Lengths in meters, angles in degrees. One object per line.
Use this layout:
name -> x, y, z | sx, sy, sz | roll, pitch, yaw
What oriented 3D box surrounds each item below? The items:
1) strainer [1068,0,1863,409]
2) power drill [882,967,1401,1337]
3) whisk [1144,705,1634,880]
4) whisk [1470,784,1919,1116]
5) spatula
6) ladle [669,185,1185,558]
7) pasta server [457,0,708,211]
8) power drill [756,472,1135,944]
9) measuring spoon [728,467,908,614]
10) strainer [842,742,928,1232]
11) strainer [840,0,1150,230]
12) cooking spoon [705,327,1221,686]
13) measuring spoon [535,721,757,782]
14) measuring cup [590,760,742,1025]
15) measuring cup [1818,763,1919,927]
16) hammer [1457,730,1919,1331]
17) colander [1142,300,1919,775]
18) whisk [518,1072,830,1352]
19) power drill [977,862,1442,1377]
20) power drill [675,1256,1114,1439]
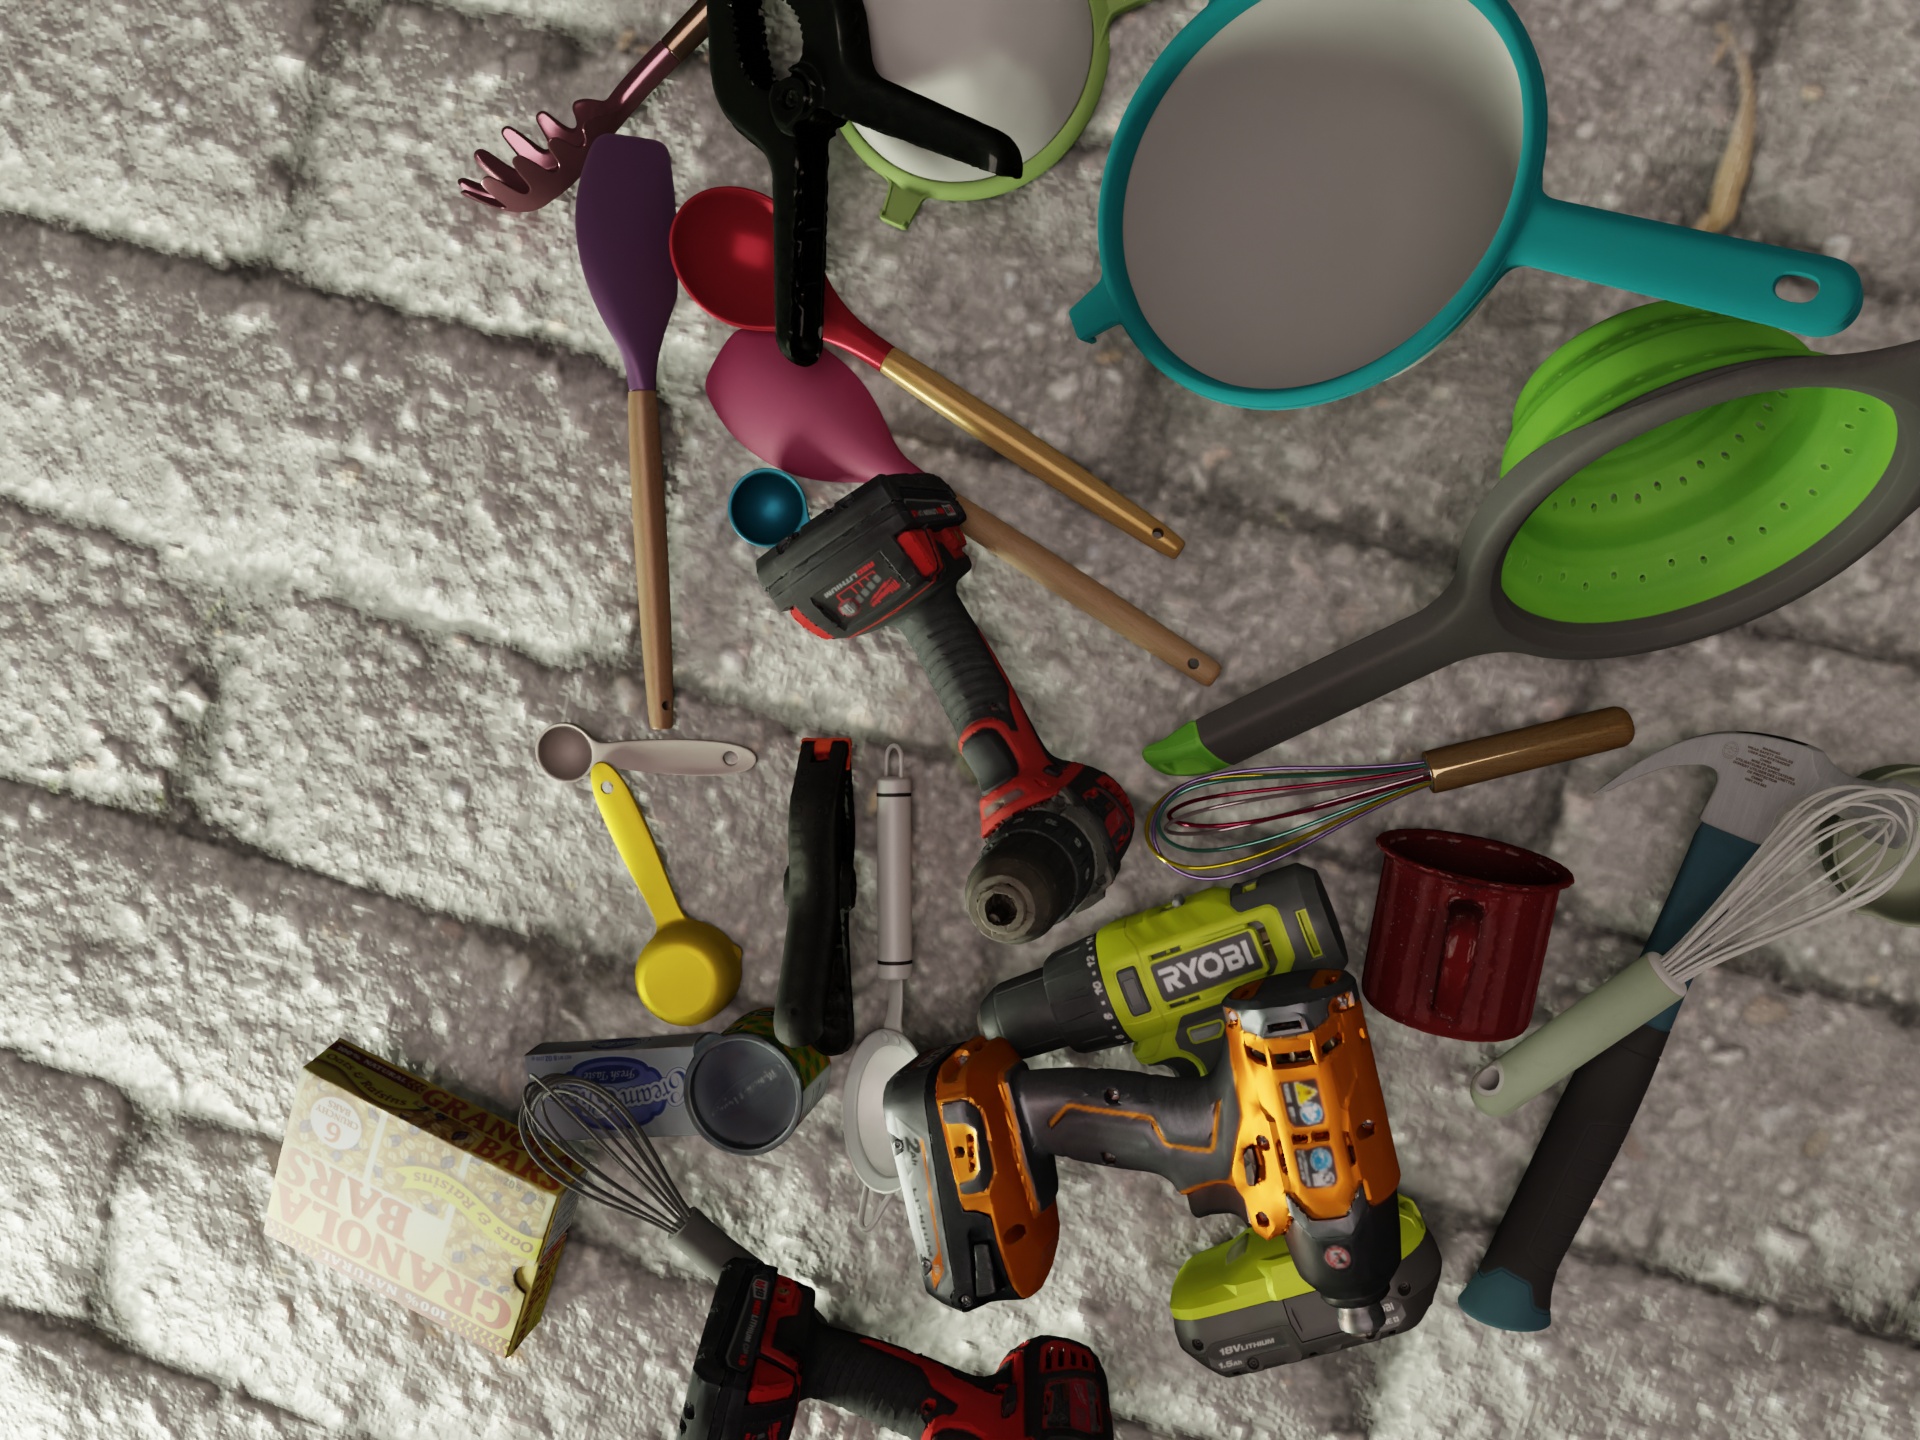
strainer -> 0.224, -0.215, 0.709 | 0.341, 0.095, 0.211 | 27, 100, 33
power drill -> 0.091, 0.215, 0.747 | 0.226, 0.084, 0.164 | -13, 90, 20
whisk -> 0.211, 0.028, 0.797 | 0.245, 0.047, 0.051 | -14, 116, 5
whisk -> 0.333, 0.112, 0.734 | 0.059, 0.058, 0.246 | 31, 120, -24
spatula -> -0.172, -0.152, 0.858 | 0.018, 0.059, 0.316 | 8, 103, 51
ladle -> -0.016, -0.176, 0.831 | 0.315, 0.031, 0.069 | 34, 91, 4
pasta server -> -0.137, -0.375, 0.830 | 0.316, 0.060, 0.040 | -41, 128, 9
power drill -> -0.001, -0.002, 0.759 | 0.080, 0.188, 0.227 | -32, 90, 18
measuring spoon -> -0.068, -0.088, 0.856 | 0.128, 0.021, 0.042 | 37, 94, -4
strainer -> -0.033, 0.141, 0.855 | 0.087, 0.050, 0.258 | -1, 90, 54
strainer -> 0.046, -0.357, 0.781 | 0.256, 0.069, 0.151 | -17, 92, 13
cooking spoon -> 0.000, -0.110, 0.837 | 0.319, 0.017, 0.068 | 33, 100, 7
measuring spoon -> -0.174, 0.018, 0.885 | 0.124, 0.018, 0.034 | 2, 104, 3
measuring cup -> -0.172, 0.097, 0.875 | 0.062, 0.029, 0.156 | -22, 97, 11
measuring cup -> 0.485, 0.087, 0.757 | 0.167, 0.038, 0.083 | 41, 101, 3
hammer -> 0.330, 0.158, 0.780 | 0.128, 0.033, 0.331 | 27, 104, 28
colander -> 0.252, -0.087, 0.754 | 0.397, 0.204, 0.095 | -27, 55, 27
whisk -> -0.150, 0.275, 0.870 | 0.055, 0.055, 0.239 | -43, 100, 11
power drill -> 0.128, 0.204, 0.814 | 0.190, 0.080, 0.228 | -22, 89, 15
power drill -> -0.028, 0.357, 0.803 | 0.219, 0.143, 0.078 | 13, 104, -2
